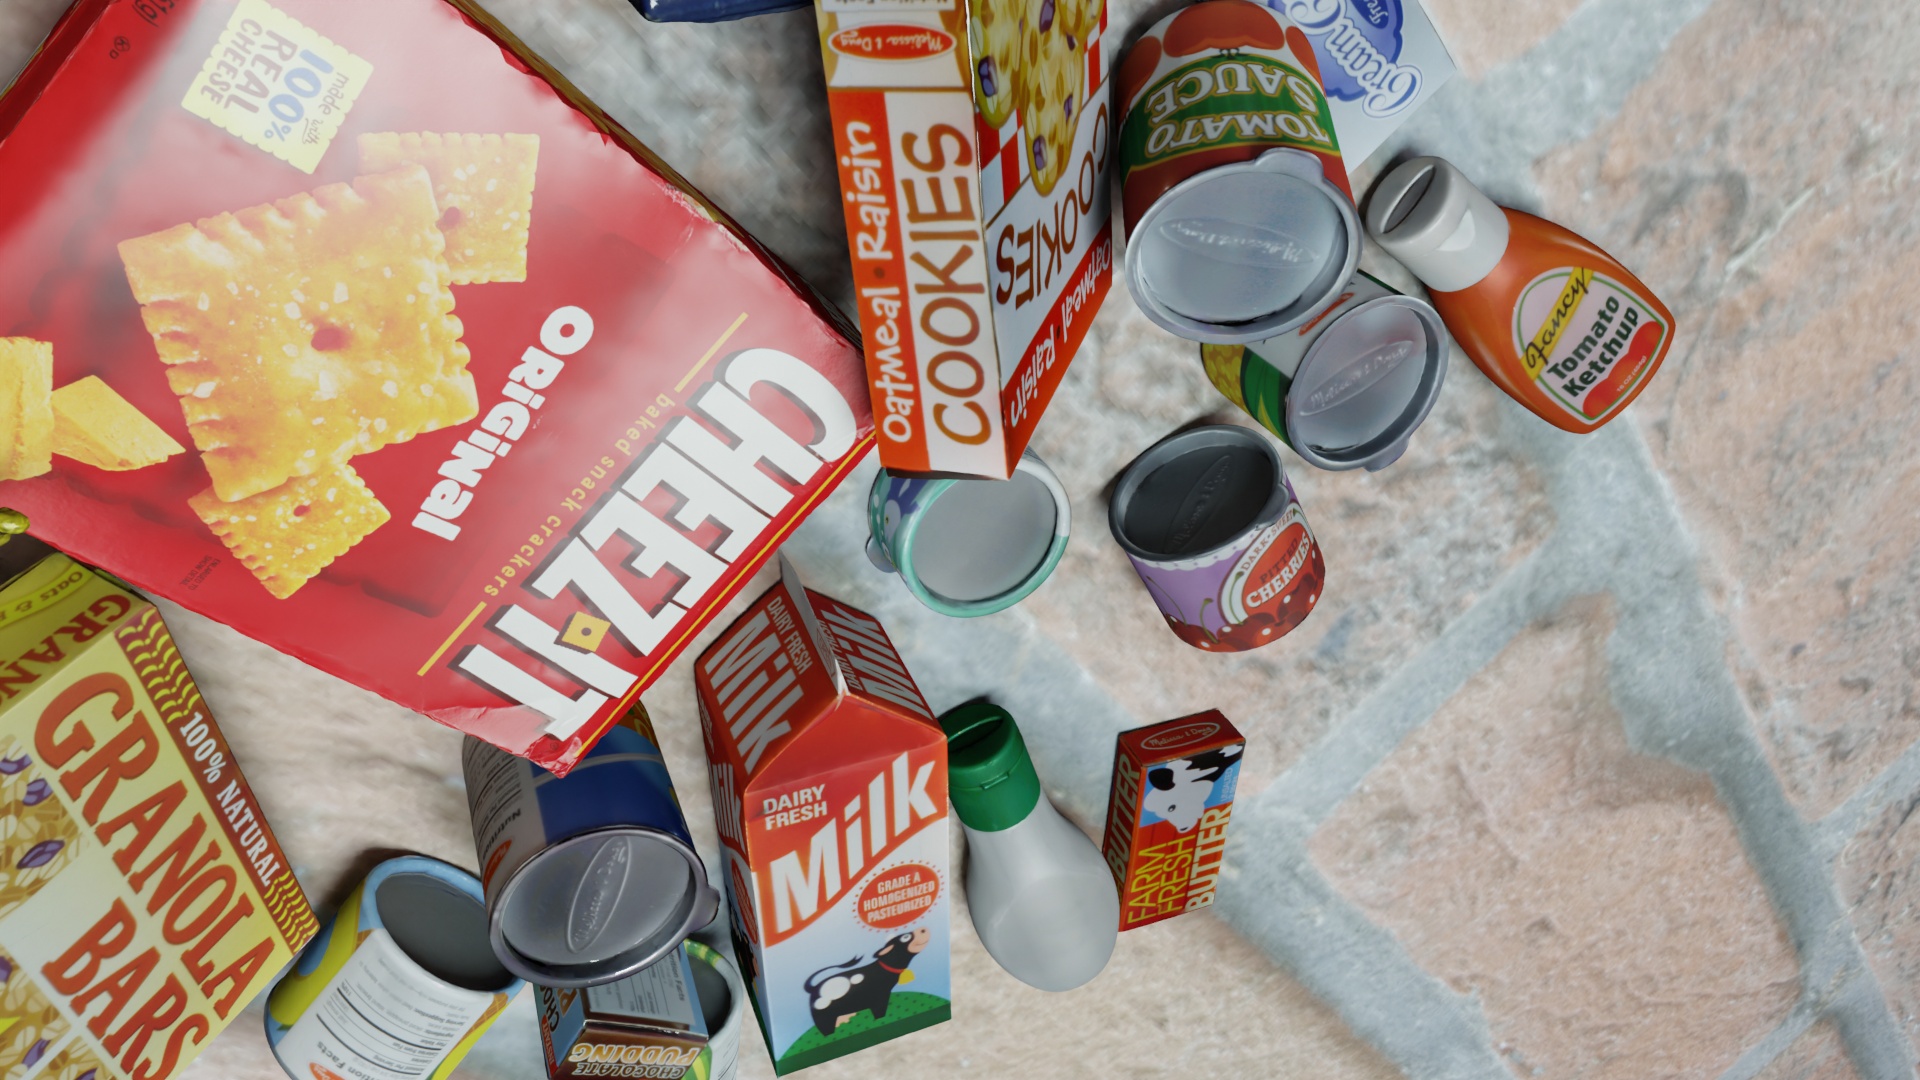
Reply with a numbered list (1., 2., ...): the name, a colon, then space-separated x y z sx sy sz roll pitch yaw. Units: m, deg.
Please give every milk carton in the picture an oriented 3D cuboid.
1. milk carton: -0.049 0.099 0.507 0.073 0.072 0.189 -13 124 -18

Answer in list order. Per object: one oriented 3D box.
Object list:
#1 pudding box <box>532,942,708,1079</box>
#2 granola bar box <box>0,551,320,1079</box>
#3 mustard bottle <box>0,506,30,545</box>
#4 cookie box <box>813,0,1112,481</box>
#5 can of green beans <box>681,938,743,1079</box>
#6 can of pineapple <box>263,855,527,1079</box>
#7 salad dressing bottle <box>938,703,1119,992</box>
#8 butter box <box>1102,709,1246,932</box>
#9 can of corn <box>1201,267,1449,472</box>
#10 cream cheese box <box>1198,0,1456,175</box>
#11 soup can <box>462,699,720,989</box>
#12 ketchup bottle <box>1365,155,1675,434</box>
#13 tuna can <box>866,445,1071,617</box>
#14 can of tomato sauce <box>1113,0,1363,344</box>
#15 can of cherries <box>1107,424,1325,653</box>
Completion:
1. pudding box: -0.125 0.152 0.497 0.049 0.084 0.030 22 112 -35
2. granola bar box: -0.249 0.101 0.366 0.125 0.039 0.164 -53 159 -40
3. mustard bottle: -0.275 0.005 0.276 0.160 0.049 0.065 -5 117 -18
4. cookie box: 0.007 -0.118 0.371 0.040 0.123 0.166 7 127 18
5. can of green beans: -0.119 0.197 0.539 0.071 0.071 0.057 -4 121 -24
6. can of pineapple: -0.191 0.150 0.476 0.071 0.071 0.058 34 101 -37
7. salad dressing bottle: 0.026 0.130 0.584 0.064 0.044 0.147 -26 127 -7
8. butter box: 0.094 0.128 0.627 0.053 0.024 0.103 -10 124 -21
9. can of corn: 0.130 -0.065 0.500 0.071 0.058 0.070 -13 125 -19
10. cream cheese box: 0.114 -0.171 0.447 0.053 0.024 0.103 -45 128 8
11. soup can: -0.124 0.093 0.459 0.071 0.084 0.071 -13 125 -19
12. ketchup bottle: 0.212 -0.096 0.532 0.149 0.044 0.064 24 108 -35
13. tuna can: 0.002 -0.006 0.491 0.071 0.033 0.070 -13 124 -19
14. can of tomato sauce: 0.080 -0.113 0.416 0.071 0.083 0.070 1 141 1
15. can of cherries: 0.098 0.001 0.518 0.071 0.072 0.058 -36 129 -1
